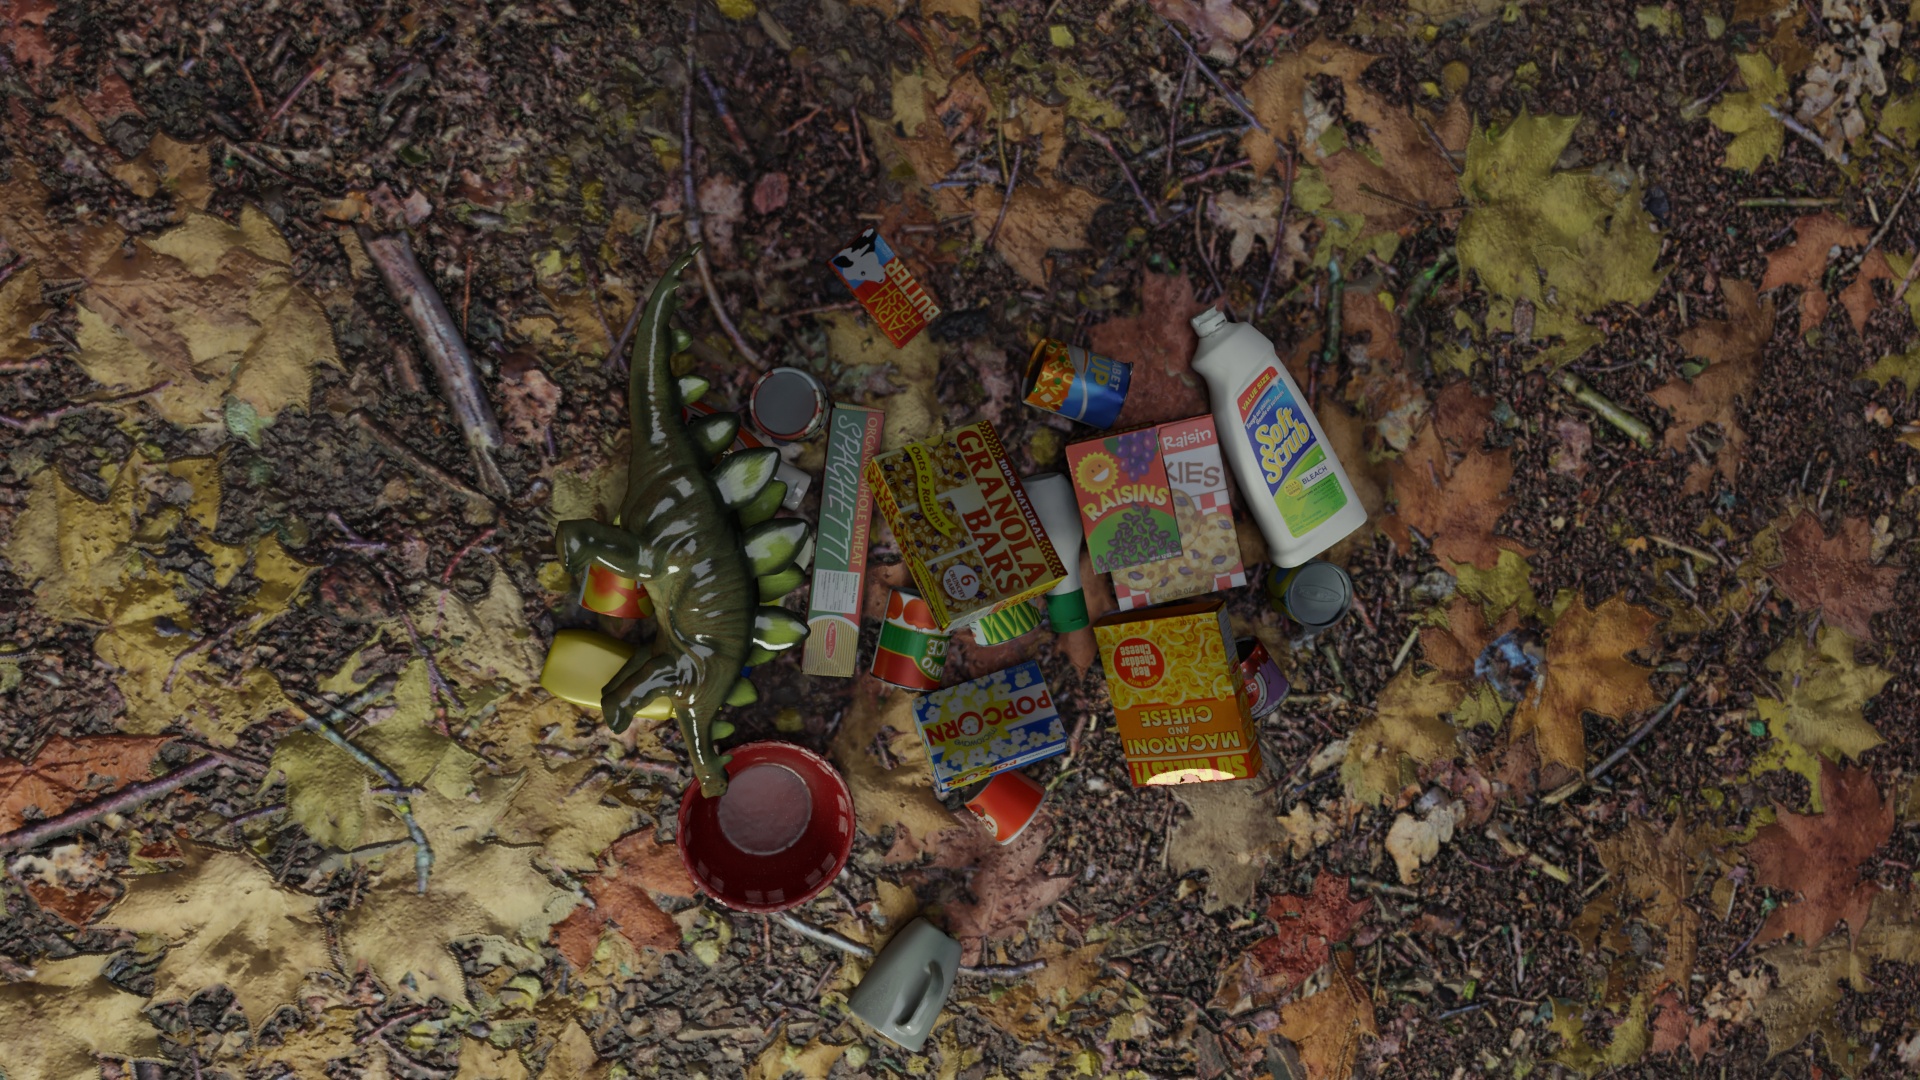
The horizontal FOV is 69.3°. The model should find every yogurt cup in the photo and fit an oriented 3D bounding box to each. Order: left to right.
[{"bbox_3d":[0.040,0.244,1.312,0.054,0.072,0.072,41,88,-5],"label":"yogurt cup"}]

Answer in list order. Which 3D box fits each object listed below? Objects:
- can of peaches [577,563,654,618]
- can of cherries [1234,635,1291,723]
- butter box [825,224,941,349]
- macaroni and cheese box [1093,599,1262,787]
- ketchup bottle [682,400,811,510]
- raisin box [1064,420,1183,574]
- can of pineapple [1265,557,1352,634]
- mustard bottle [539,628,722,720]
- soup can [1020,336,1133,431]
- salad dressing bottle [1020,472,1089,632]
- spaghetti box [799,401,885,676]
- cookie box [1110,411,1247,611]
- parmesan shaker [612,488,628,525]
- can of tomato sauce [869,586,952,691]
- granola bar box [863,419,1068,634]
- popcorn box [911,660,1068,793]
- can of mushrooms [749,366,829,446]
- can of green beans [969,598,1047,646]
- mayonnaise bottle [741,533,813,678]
[{"bbox_3d":[-0.295,0.034,1.220,0.071,0.071,0.058,13,95,-12],"label":"can of peaches"},{"bbox_3d":[0.275,0.135,1.342,0.071,0.071,0.058,-36,102,-5],"label":"can of cherries"},{"bbox_3d":[-0.069,-0.229,1.257,0.053,0.024,0.103,-41,102,-5],"label":"butter box"},{"bbox_3d":[0.205,0.147,1.313,0.123,0.040,0.166,-10,100,28],"label":"macaroni and cheese box"},{"bbox_3d":[-0.207,-0.075,1.238,0.149,0.043,0.065,27,86,-13],"label":"ketchup bottle"},{"bbox_3d":[0.150,-0.039,1.269,0.086,0.040,0.123,-13,100,8],"label":"raisin box"},{"bbox_3d":[0.337,0.050,1.351,0.071,0.058,0.071,-1,97,-11],"label":"can of pineapple"},{"bbox_3d":[-0.290,0.128,1.241,0.160,0.049,0.065,20,93,-13],"label":"mustard bottle"},{"bbox_3d":[0.107,-0.147,1.278,0.084,0.071,0.071,17,93,-12],"label":"soup can"},{"bbox_3d":[0.089,0.012,1.306,0.064,0.044,0.147,-15,100,-15],"label":"salad dressing bottle"},{"bbox_3d":[-0.108,-0.001,1.273,0.050,0.029,0.249,6,95,-11],"label":"spaghetti box"},{"bbox_3d":[0.192,-0.028,1.310,0.123,0.040,0.167,-12,99,3],"label":"cookie box"},{"bbox_3d":[-0.245,-0.023,1.224,0.103,0.071,0.071,24,92,-12],"label":"parmesan shaker"},{"bbox_3d":[-0.040,0.090,1.276,0.071,0.071,0.083,12,93,-12],"label":"can of tomato sauce"},{"bbox_3d":[0.004,-0.016,1.240,0.124,0.039,0.166,-20,76,-25],"label":"granola bar box"},{"bbox_3d":[0.027,0.172,1.292,0.127,0.038,0.085,-17,61,-8],"label":"popcorn box"},{"bbox_3d":[-0.153,-0.119,1.238,0.071,0.033,0.071,0,89,8],"label":"can of mushrooms"},{"bbox_3d":[0.036,0.059,1.289,0.071,0.071,0.057,-22,100,-8],"label":"can of green beans"},{"bbox_3d":[-0.185,0.055,1.257,0.065,0.041,0.148,20,92,-12],"label":"mayonnaise bottle"}]
